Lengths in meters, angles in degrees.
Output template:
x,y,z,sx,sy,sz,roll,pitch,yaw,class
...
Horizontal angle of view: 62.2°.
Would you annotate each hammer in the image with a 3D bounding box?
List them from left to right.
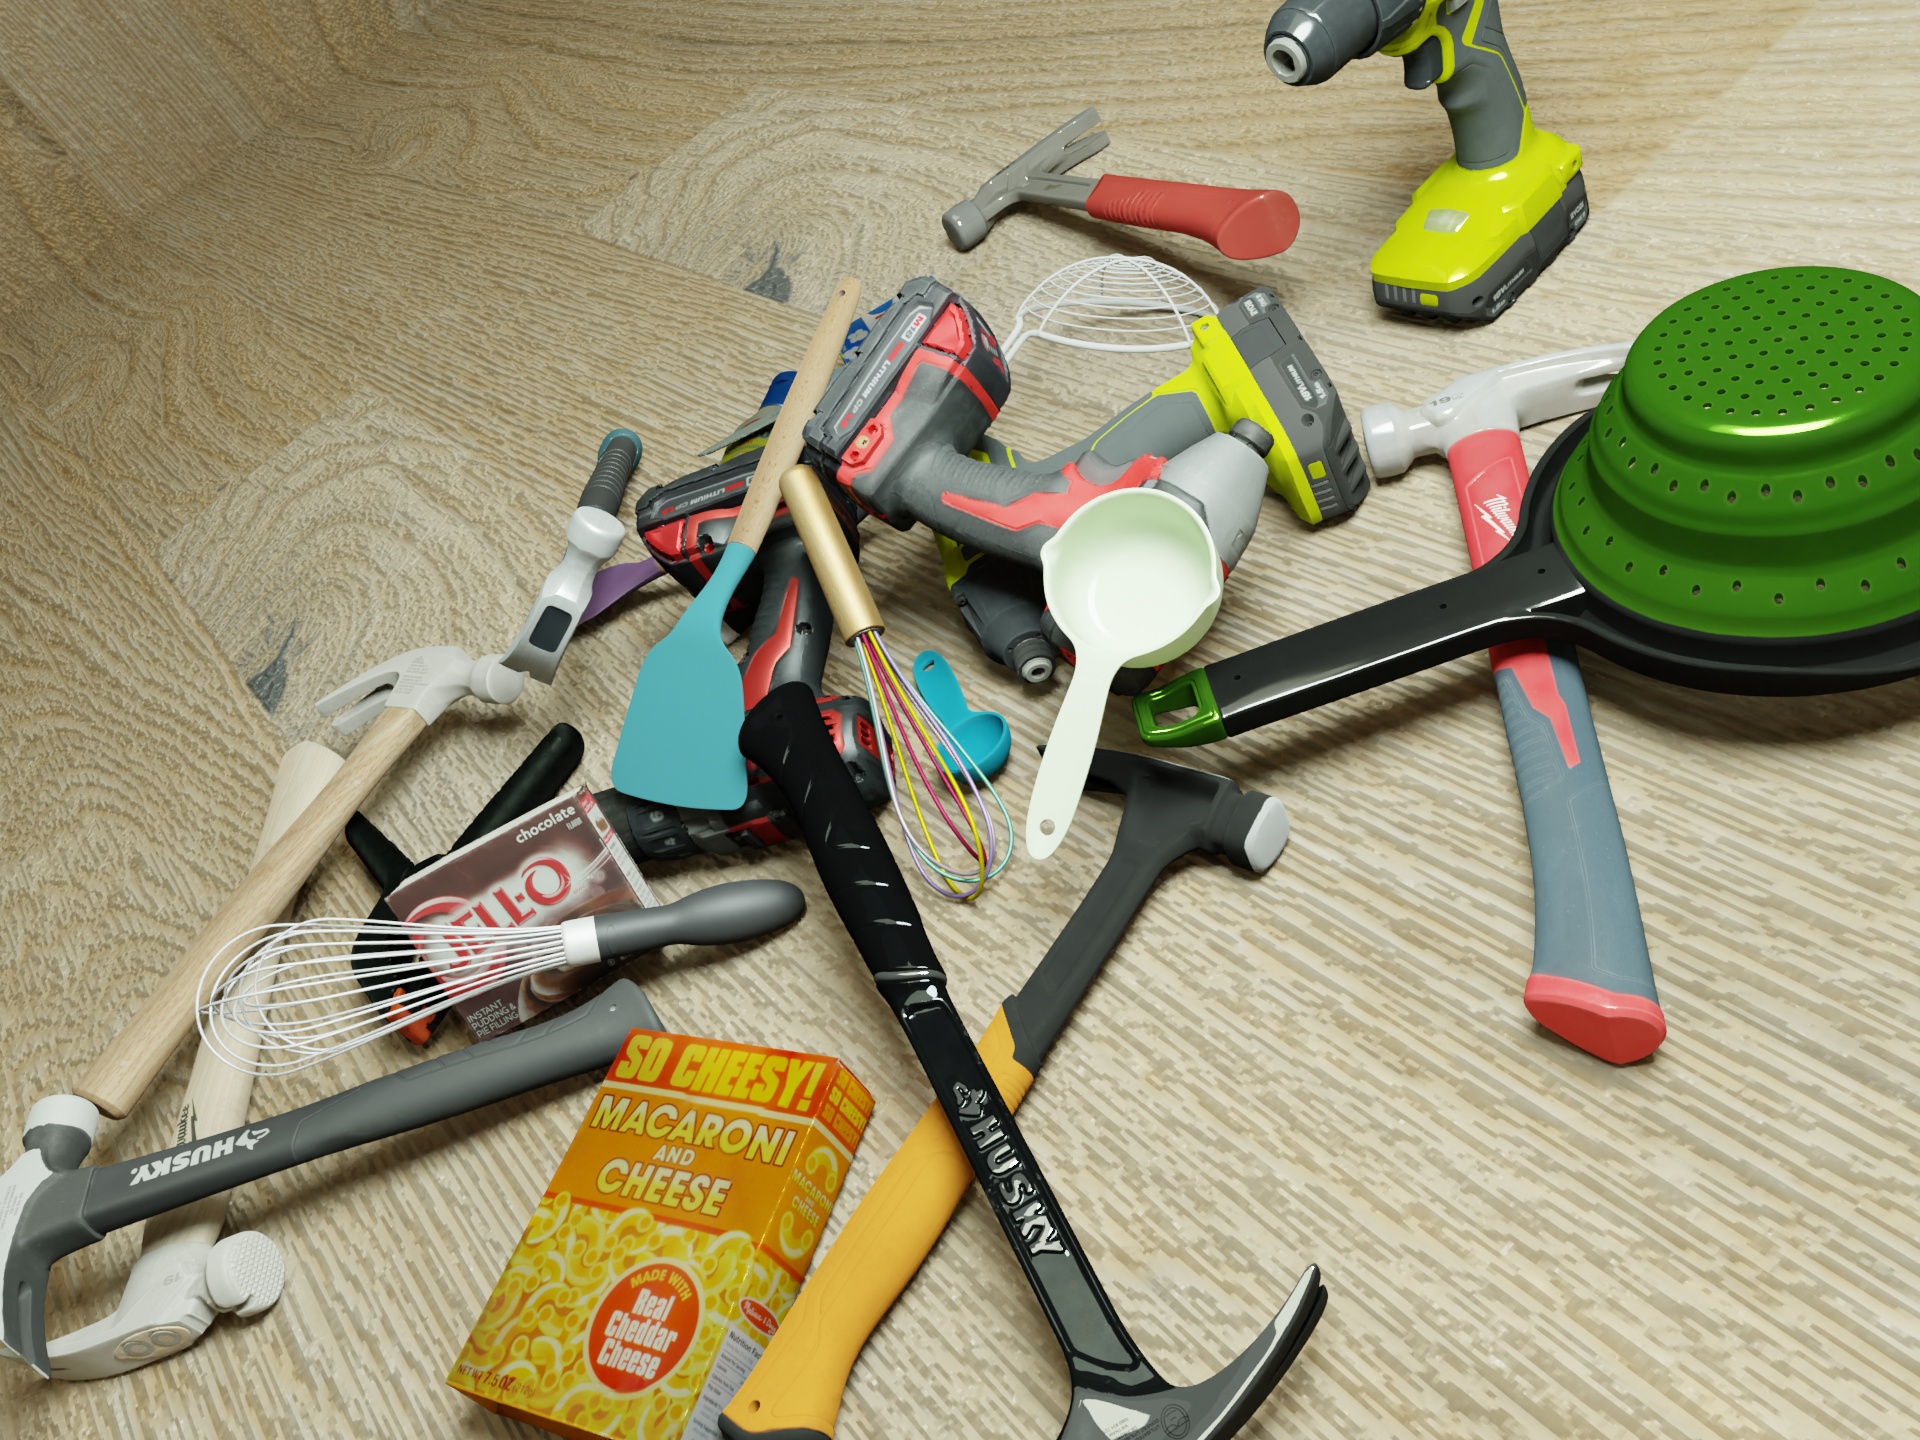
x,y,z,sx,sy,sz,roll,pitch,yaw,class
-0.420,0.165,0.909,0.146,0.038,0.411,-23,41,12,hammer
-0.391,0.081,0.924,0.130,0.031,0.331,4,49,32,hammer
-0.300,0.197,0.760,0.335,0.035,0.146,-18,39,-1,hammer
-0.237,-0.125,1.022,0.128,0.033,0.331,-58,17,20,hammer
-0.009,0.117,0.646,0.149,0.036,0.409,-29,47,-3,hammer
0.006,0.149,0.665,0.127,0.034,0.337,15,58,39,hammer
0.117,-0.352,1.058,0.149,0.036,0.359,-37,31,-7,hammer
0.263,-0.031,0.686,0.143,0.038,0.387,-12,44,19,hammer

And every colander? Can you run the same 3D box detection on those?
x,y,z,sx,sy,sz,roll,pitch,yaw,class
0.251,-0.086,0.647,0.397,0.094,0.205,-20,42,9,colander

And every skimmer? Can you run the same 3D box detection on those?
x,y,z,sx,sy,sz,roll,pitch,yaw,class
0.001,-0.158,0.981,0.363,0.090,0.127,-43,34,2,skimmer

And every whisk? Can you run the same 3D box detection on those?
x,y,z,sx,sy,sz,roll,pitch,yaw,class
-0.214,0.113,0.761,0.284,0.070,0.070,-9,39,-13,whisk
-0.036,-0.025,0.781,0.051,0.047,0.245,-24,71,1,whisk

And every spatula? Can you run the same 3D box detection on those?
x,y,z,sx,sy,sz,roll,pitch,yaw,class
-0.169,-0.110,1.007,0.316,0.018,0.060,-20,38,31,spatula
-0.104,-0.106,0.846,0.082,0.044,0.318,7,64,25,spatula

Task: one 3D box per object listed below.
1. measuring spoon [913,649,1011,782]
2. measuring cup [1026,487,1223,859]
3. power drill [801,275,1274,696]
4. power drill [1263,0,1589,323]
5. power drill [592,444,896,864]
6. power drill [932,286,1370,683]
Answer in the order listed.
x,y,z,sx,sy,sz,roll,pitch,yaw,class
-0.001,-0.003,0.841,0.042,0.021,0.129,-34,31,3,measuring spoon
0.064,-0.018,0.695,0.083,0.038,0.167,17,85,23,measuring cup
0.042,-0.123,0.786,0.220,0.078,0.143,36,91,26,power drill
0.250,-0.330,0.845,0.190,0.228,0.080,-46,42,-17,power drill
-0.133,-0.028,0.875,0.188,0.080,0.227,-17,57,16,power drill
0.094,-0.122,0.853,0.223,0.080,0.171,-27,48,11,power drill
